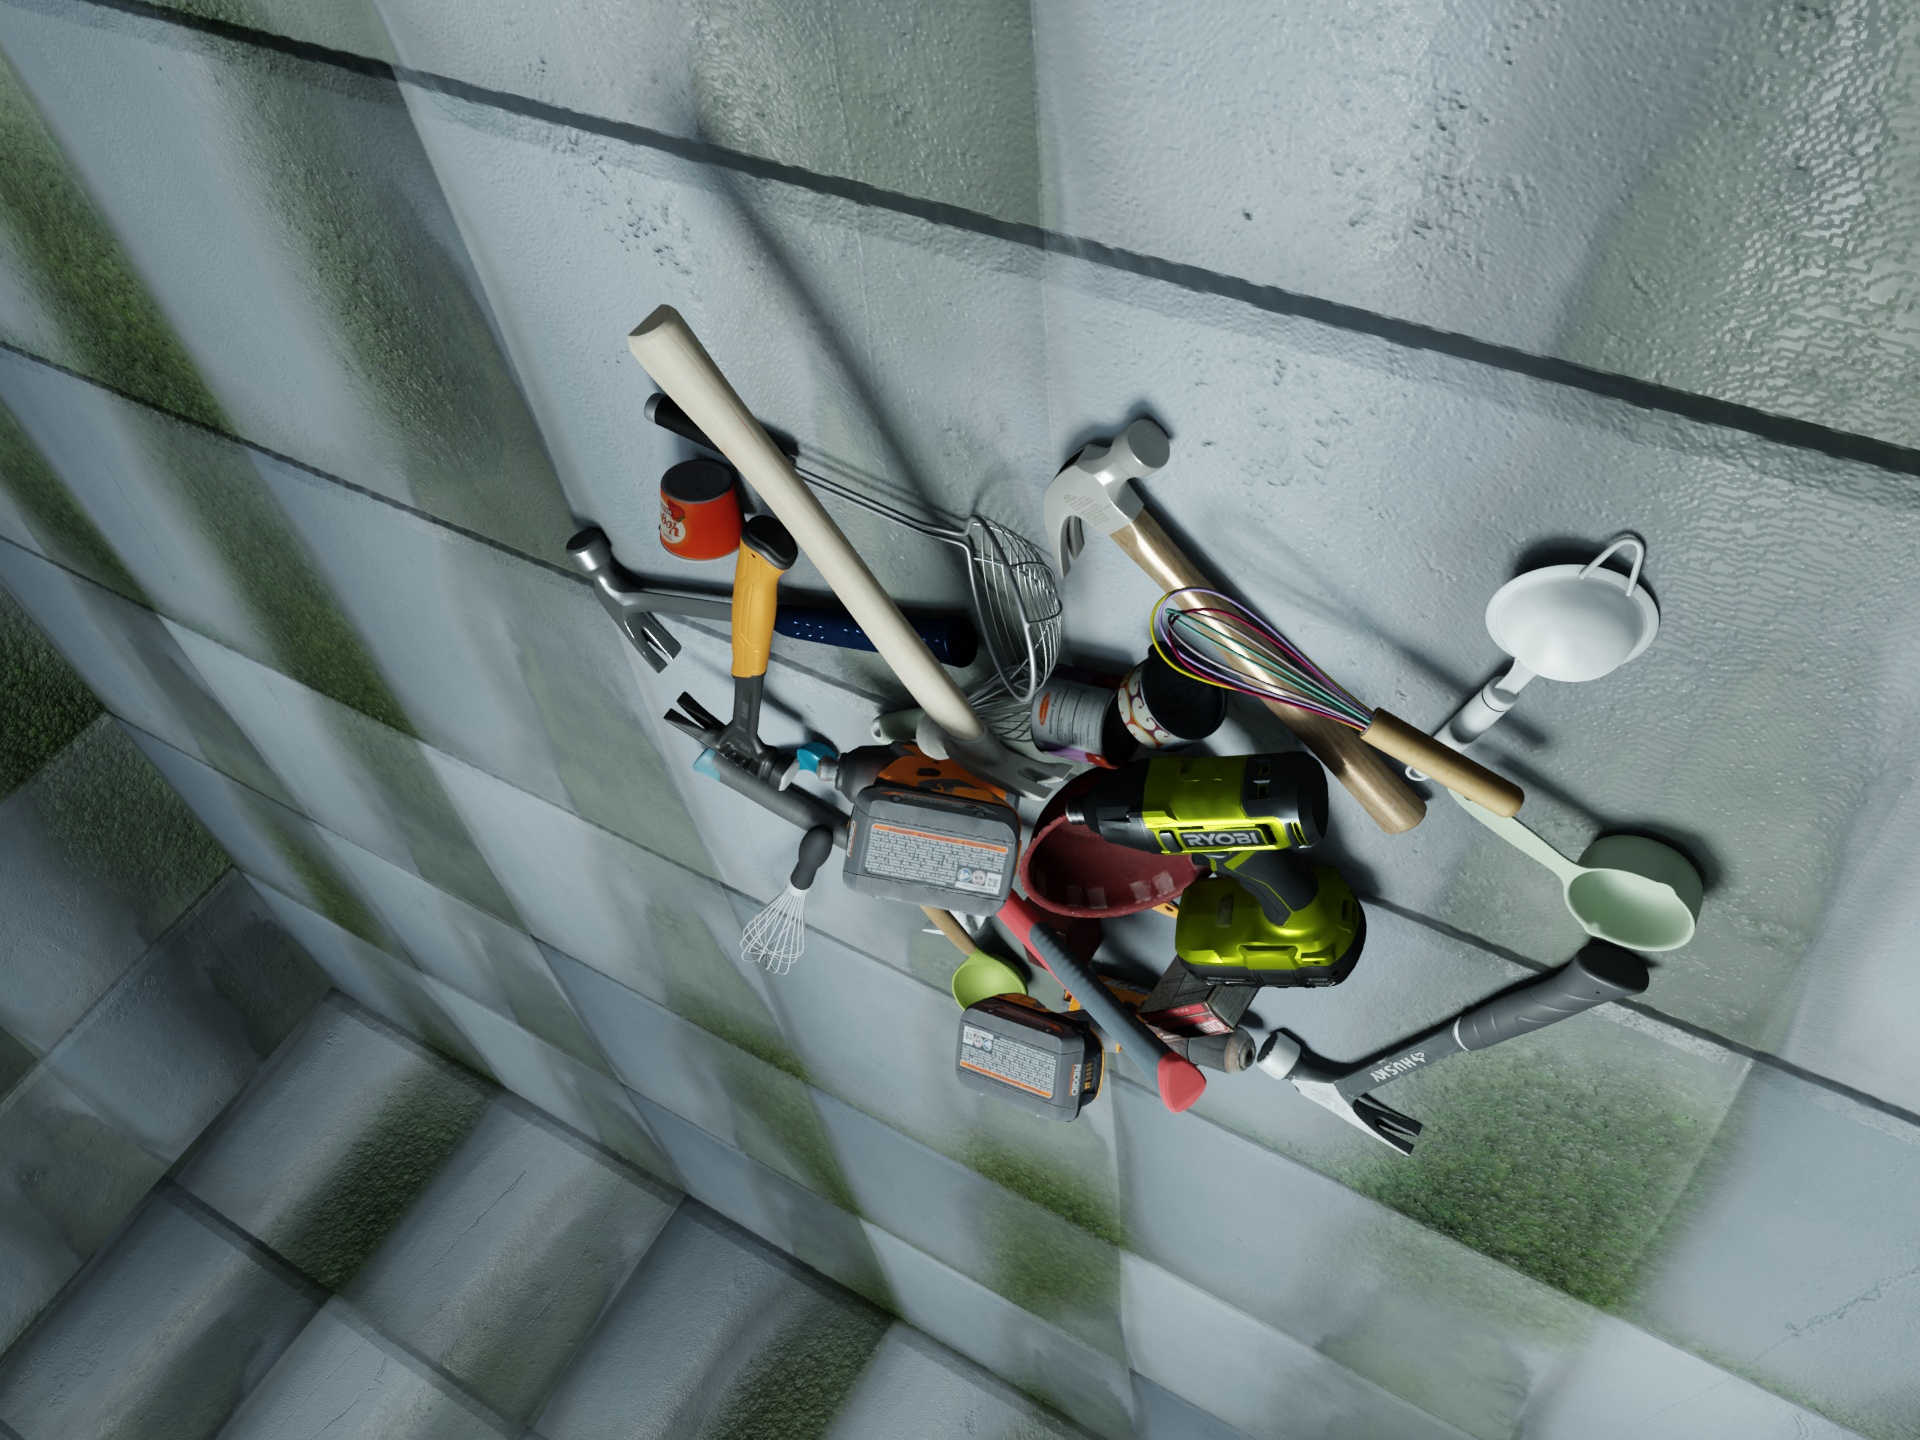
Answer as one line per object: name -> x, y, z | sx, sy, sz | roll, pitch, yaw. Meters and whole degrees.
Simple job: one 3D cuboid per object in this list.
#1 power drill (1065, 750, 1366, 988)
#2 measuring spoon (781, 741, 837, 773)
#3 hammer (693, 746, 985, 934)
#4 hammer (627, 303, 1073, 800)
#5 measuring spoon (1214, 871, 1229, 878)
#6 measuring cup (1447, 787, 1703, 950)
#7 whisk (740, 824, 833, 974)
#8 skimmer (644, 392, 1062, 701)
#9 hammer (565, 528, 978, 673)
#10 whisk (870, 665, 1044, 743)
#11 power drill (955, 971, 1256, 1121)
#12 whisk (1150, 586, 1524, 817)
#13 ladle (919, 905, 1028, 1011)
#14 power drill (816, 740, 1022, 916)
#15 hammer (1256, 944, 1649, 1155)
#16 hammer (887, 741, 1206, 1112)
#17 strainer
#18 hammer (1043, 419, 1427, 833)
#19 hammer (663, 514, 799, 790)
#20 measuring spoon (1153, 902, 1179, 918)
power drill -> 0.183, 0.101, 1.100 | 0.171, 0.080, 0.223 | -4, 143, 26
measuring spoon -> -0.149, 0.032, 1.473 | 0.042, 0.021, 0.129 | 49, 157, -23
hammer -> -0.115, 0.108, 1.523 | 0.331, 0.033, 0.128 | 28, 148, 14
hammer -> -0.070, -0.096, 1.026 | 0.146, 0.038, 0.410 | 22, 156, 51
measuring spoon -> 0.179, 0.120, 1.252 | 0.034, 0.018, 0.124 | 47, 149, -19
measuring cup -> 0.375, 0.077, 0.972 | 0.167, 0.038, 0.083 | 35, 150, 5
whisk -> -0.165, 0.176, 1.583 | 0.070, 0.070, 0.284 | 34, 143, 4
skimmer -> -0.084, -0.131, 1.094 | 0.363, 0.090, 0.127 | 26, 151, 17
hammer -> -0.154, -0.080, 1.294 | 0.406, 0.035, 0.143 | 10, 141, 37
whisk -> -0.002, -0.004, 1.242 | 0.246, 0.059, 0.058 | -10, 91, 56
power drill -> 0.128, 0.277, 1.359 | 0.185, 0.226, 0.084 | 11, 99, 38
whisk -> 0.222, -0.007, 0.946 | 0.245, 0.047, 0.051 | 30, 167, 2
ladle -> -0.002, 0.211, 1.453 | 0.078, 0.062, 0.319 | 7, 158, 19
power drill -> -0.034, 0.069, 1.194 | 0.164, 0.084, 0.226 | 10, -169, -2
hammer -> 0.378, 0.248, 1.212 | 0.149, 0.036, 0.408 | 35, 150, 0
hammer -> 0.057, 0.178, 1.303 | 0.387, 0.038, 0.143 | 45, 158, 32
strainer -> 0.312, -0.017, 0.904 | 0.087, 0.050, 0.258 | 20, 153, -1
hammer -> 0.178, -0.045, 1.006 | 0.331, 0.031, 0.130 | 44, 149, -15
hammer -> -0.175, -0.057, 1.277 | 0.127, 0.034, 0.336 | 31, 149, 7
measuring spoon -> 0.136, 0.135, 1.328 | 0.117, 0.011, 0.021 | 27, 150, 8
